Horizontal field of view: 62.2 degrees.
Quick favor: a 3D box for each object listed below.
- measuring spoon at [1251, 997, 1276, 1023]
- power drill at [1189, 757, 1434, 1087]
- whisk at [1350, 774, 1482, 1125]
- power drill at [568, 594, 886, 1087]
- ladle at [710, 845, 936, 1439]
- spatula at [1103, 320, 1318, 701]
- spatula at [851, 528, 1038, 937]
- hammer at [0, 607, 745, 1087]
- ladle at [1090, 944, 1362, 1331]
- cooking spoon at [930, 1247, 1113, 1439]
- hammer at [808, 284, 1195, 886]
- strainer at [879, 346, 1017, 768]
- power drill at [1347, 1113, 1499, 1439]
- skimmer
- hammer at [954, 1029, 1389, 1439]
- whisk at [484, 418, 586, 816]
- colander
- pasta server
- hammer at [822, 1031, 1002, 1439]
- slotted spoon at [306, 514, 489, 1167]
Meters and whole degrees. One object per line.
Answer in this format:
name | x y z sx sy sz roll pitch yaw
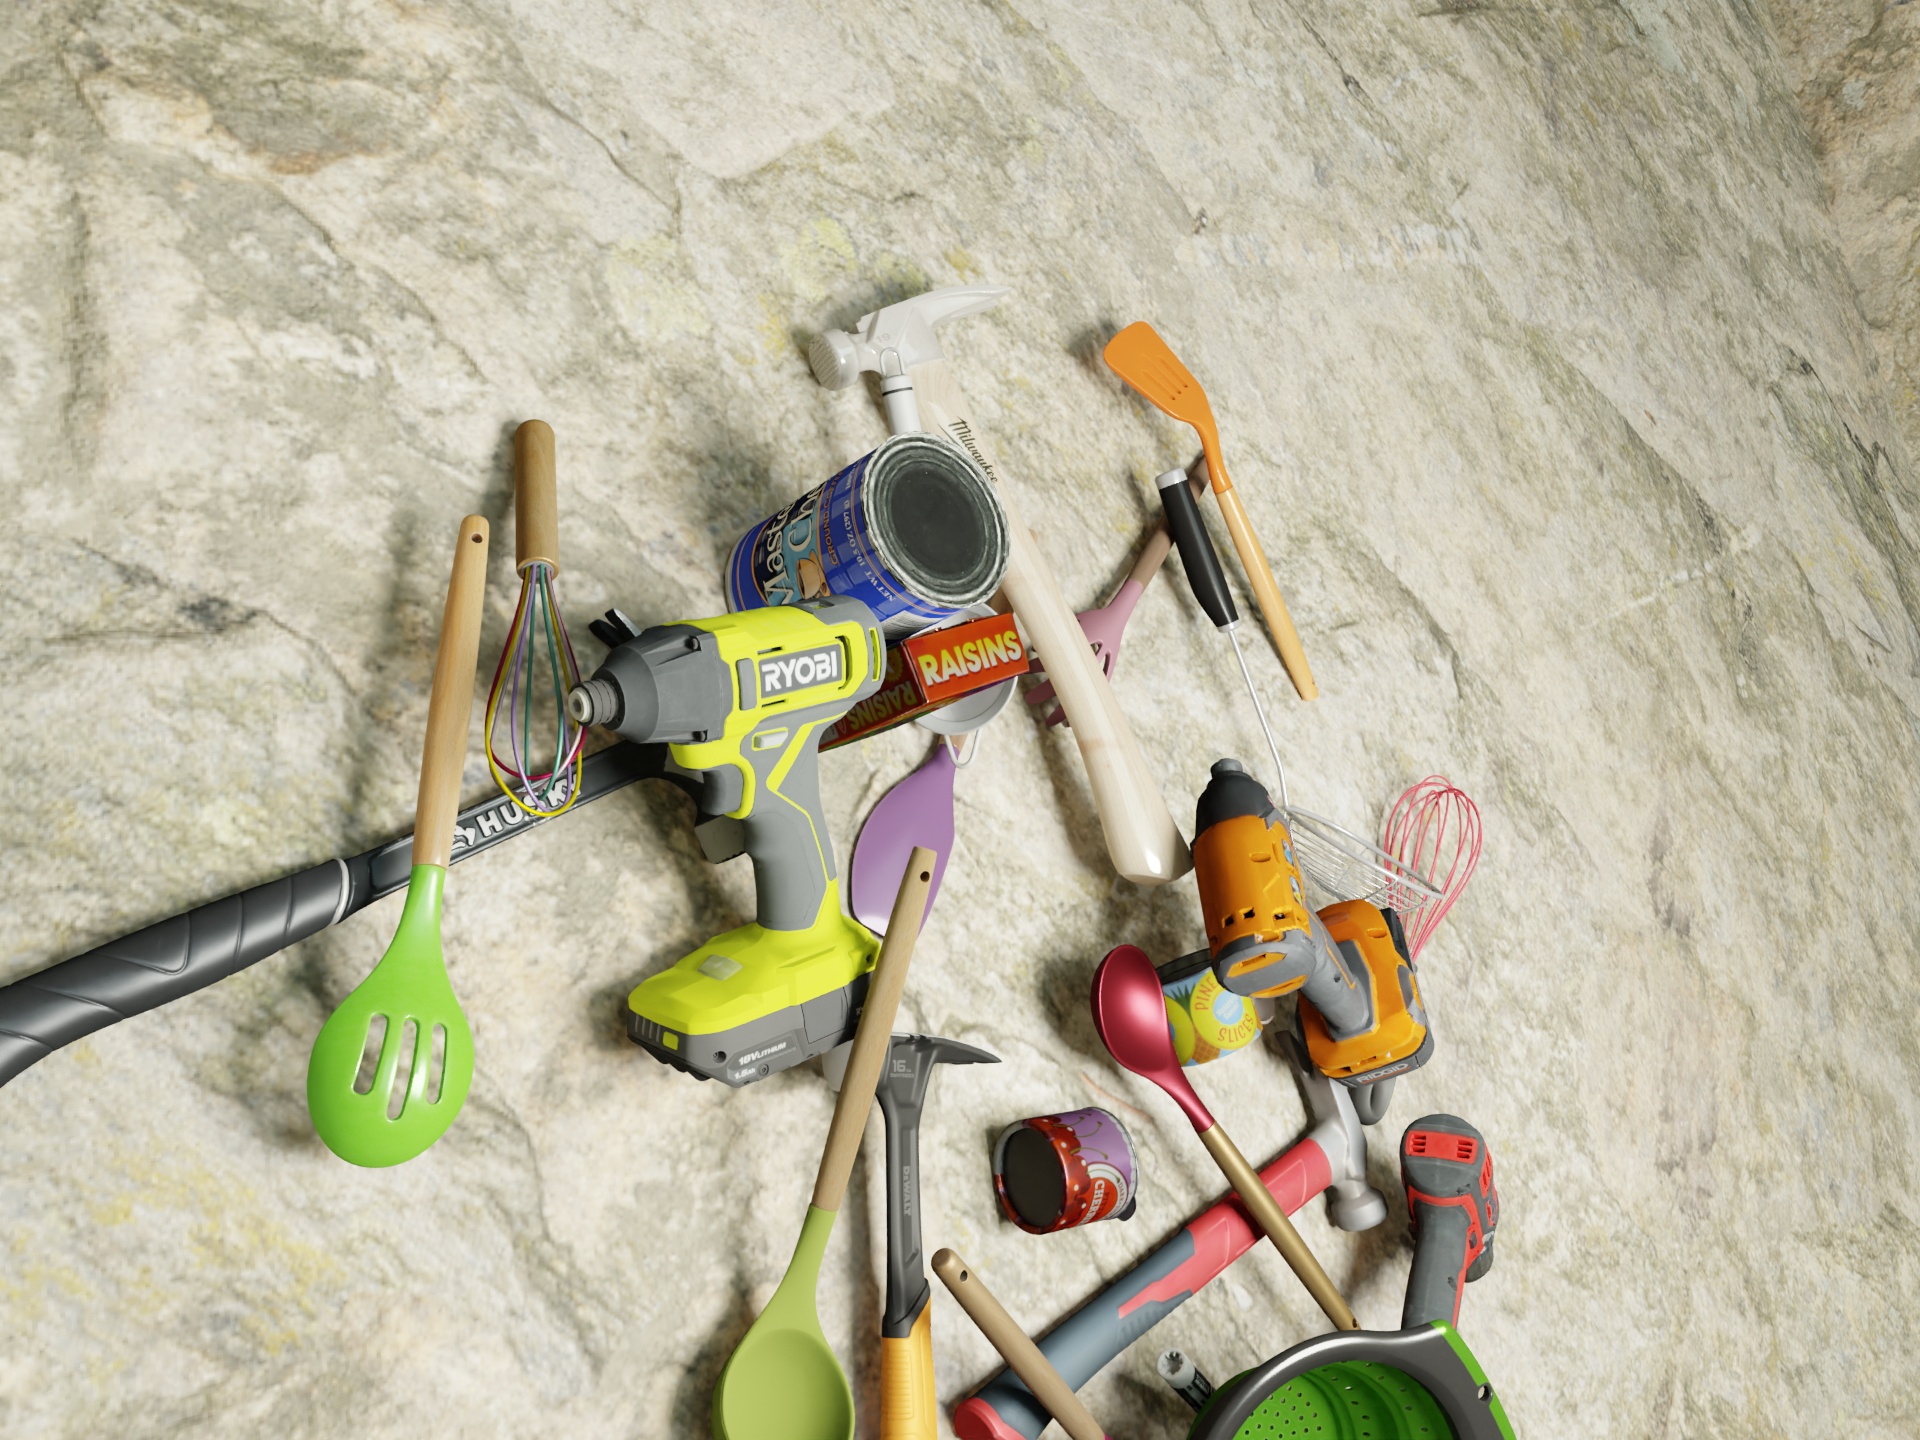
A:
measuring spoon | 0.191 0.155 1.122 0.034 0.018 0.124 -2 70 -41
power drill | 0.224 0.132 1.046 0.226 0.084 0.164 42 33 -41
whisk | 0.343 0.170 1.218 0.073 0.073 0.296 36 61 -26
power drill | -0.111 0.058 0.795 0.171 0.080 0.223 -15 108 -44
ladle | -0.054 0.220 0.792 0.078 0.062 0.320 19 85 -35
spatula | 0.201 -0.152 1.207 0.081 0.041 0.322 -48 118 -47
spatula | -0.002 -0.003 1.007 0.059 0.018 0.316 33 56 -18
hammer | -0.274 0.067 0.739 0.409 0.036 0.149 -26 91 -42
ladle | 0.169 0.274 1.002 0.315 0.031 0.069 55 47 -10
cooking spoon | 0.062 0.382 0.872 0.069 0.017 0.318 -51 126 -28
hammer | 0.054 -0.087 1.031 0.146 0.038 0.410 -26 89 -27
strainer | -0.015 -0.100 0.974 0.050 0.087 0.258 -25 104 -66
power drill | 0.323 0.403 1.069 0.187 0.080 0.227 65 35 -43
skimmer | 0.245 -0.023 1.161 0.127 0.090 0.363 -42 111 -81
hammer | 0.135 0.325 0.995 0.386 0.038 0.143 -19 86 -43
whisk | -0.214 -0.060 0.796 0.047 0.051 0.245 3 55 -21
colander | 0.130 0.481 0.886 0.397 0.094 0.204 -33 100 -18
pasta server | 0.128 -0.108 1.152 0.060 0.040 0.316 49 46 -16
hammer | -0.024 0.338 0.847 0.127 0.034 0.337 18 66 -51
slotted spoon | -0.244 0.043 0.733 0.070 0.031 0.314 16 62 -32
